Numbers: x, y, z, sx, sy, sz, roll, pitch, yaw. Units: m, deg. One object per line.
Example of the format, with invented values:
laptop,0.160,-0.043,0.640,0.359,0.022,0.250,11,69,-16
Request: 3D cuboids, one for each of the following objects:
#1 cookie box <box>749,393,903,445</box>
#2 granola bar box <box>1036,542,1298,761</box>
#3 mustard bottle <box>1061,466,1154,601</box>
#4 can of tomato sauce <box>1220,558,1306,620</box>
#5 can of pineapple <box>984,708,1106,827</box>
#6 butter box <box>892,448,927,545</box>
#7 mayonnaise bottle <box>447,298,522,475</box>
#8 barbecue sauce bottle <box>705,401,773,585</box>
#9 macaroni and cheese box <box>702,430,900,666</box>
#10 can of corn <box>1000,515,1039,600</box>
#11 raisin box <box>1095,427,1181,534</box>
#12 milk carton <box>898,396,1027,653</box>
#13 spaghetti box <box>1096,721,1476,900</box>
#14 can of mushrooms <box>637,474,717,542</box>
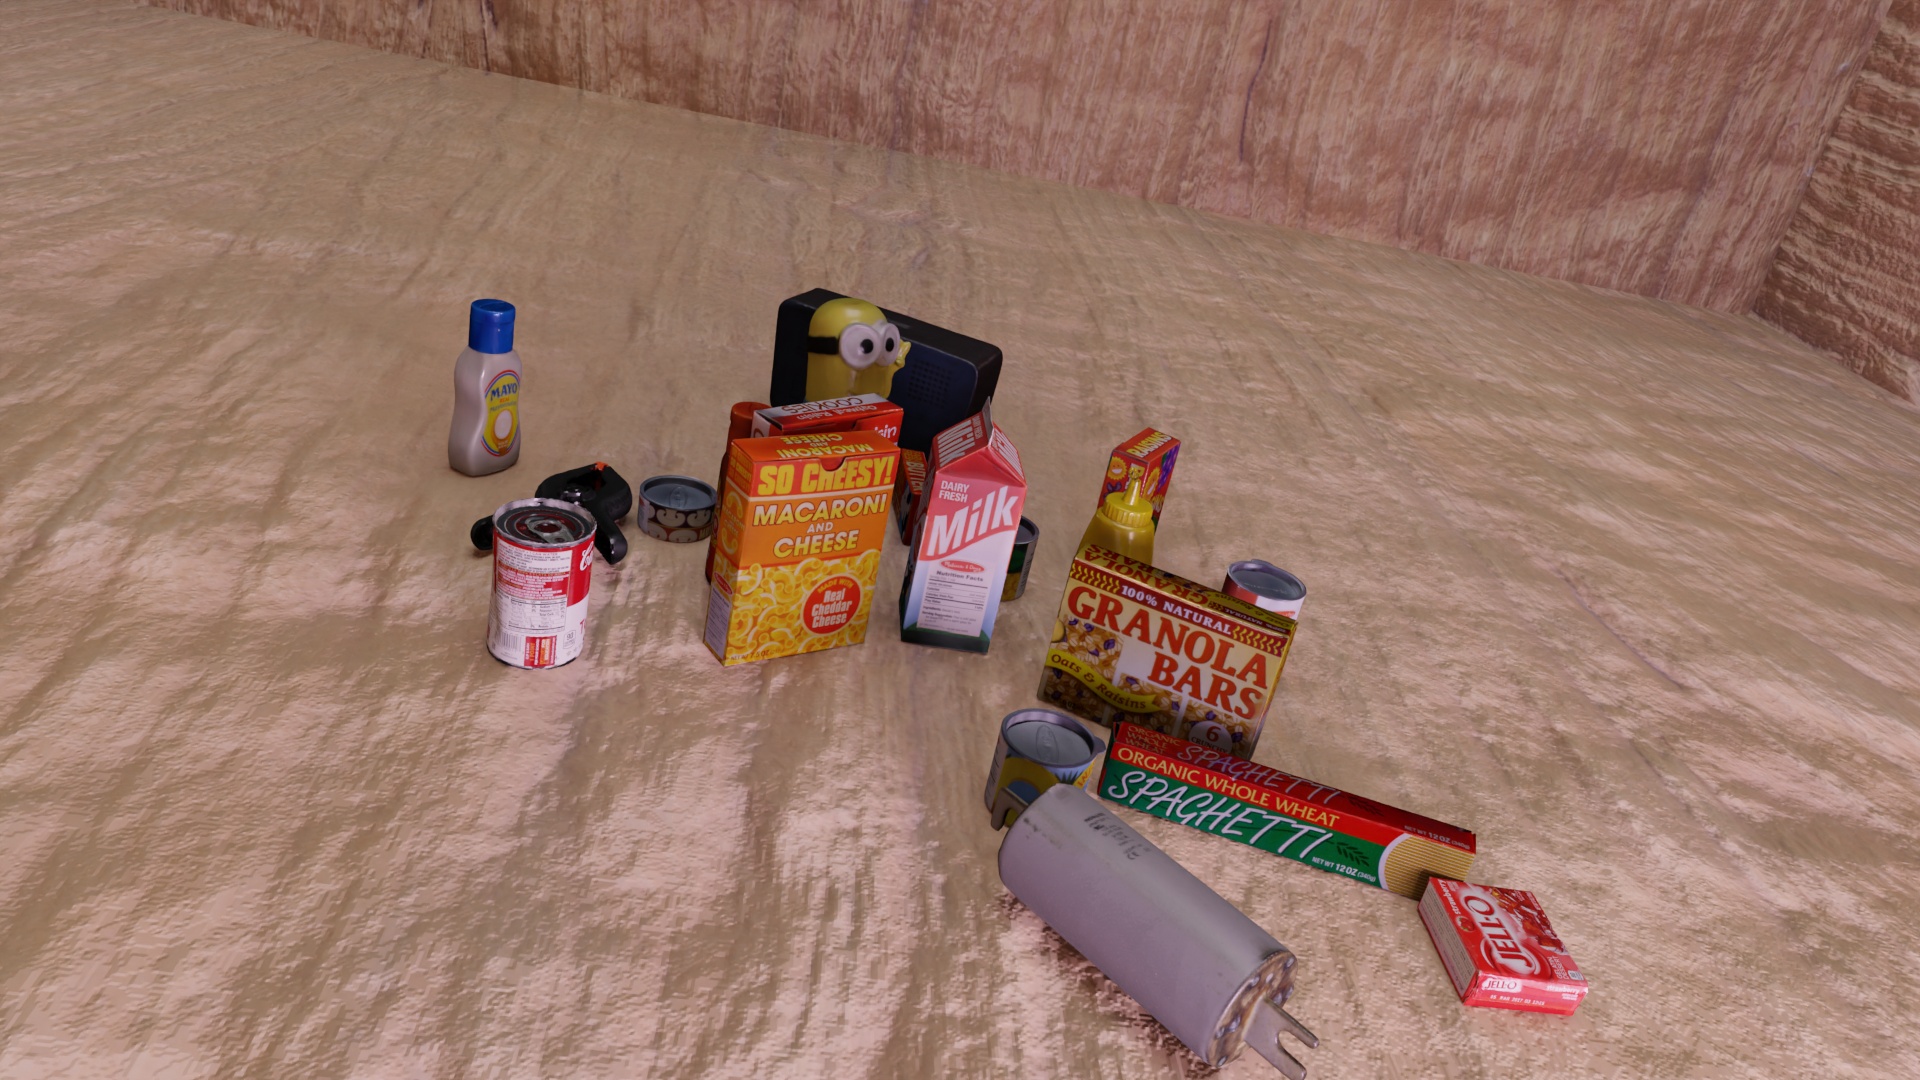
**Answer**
cookie box,-0.114,-0.027,1.090,0.040,0.166,0.123,32,31,35
granola bar box,0.149,0.088,1.023,0.166,0.123,0.039,21,26,17
mustard bottle,0.126,0.014,1.125,0.049,0.159,0.065,-12,34,-42
can of tomato sauce,0.243,0.067,1.158,0.071,0.082,0.071,10,25,-5
can of pineapple,0.055,0.154,0.921,0.071,0.057,0.071,10,25,-5
butter box,-0.044,-0.041,1.284,0.024,0.053,0.104,7,26,-12
mayonnaise bottle,-0.406,-0.132,1.194,0.041,0.147,0.065,23,27,21
barbecue sauce bottle,-0.172,-0.036,1.102,0.044,0.147,0.065,7,25,-12
macaroni and cheese box,-0.117,0.005,1.023,0.124,0.165,0.040,-7,32,-36
can of corn,0.028,0.011,1.203,0.071,0.058,0.071,10,25,-5
raisin box,0.157,-0.034,1.280,0.040,0.122,0.086,23,27,22
milk carton,0.004,-0.014,1.090,0.073,0.189,0.072,9,25,-8
spaghetti box,0.217,0.185,0.941,0.250,0.050,0.029,17,25,8
can of mushrooms,-0.240,-0.027,1.187,0.071,0.033,0.071,10,25,-5
